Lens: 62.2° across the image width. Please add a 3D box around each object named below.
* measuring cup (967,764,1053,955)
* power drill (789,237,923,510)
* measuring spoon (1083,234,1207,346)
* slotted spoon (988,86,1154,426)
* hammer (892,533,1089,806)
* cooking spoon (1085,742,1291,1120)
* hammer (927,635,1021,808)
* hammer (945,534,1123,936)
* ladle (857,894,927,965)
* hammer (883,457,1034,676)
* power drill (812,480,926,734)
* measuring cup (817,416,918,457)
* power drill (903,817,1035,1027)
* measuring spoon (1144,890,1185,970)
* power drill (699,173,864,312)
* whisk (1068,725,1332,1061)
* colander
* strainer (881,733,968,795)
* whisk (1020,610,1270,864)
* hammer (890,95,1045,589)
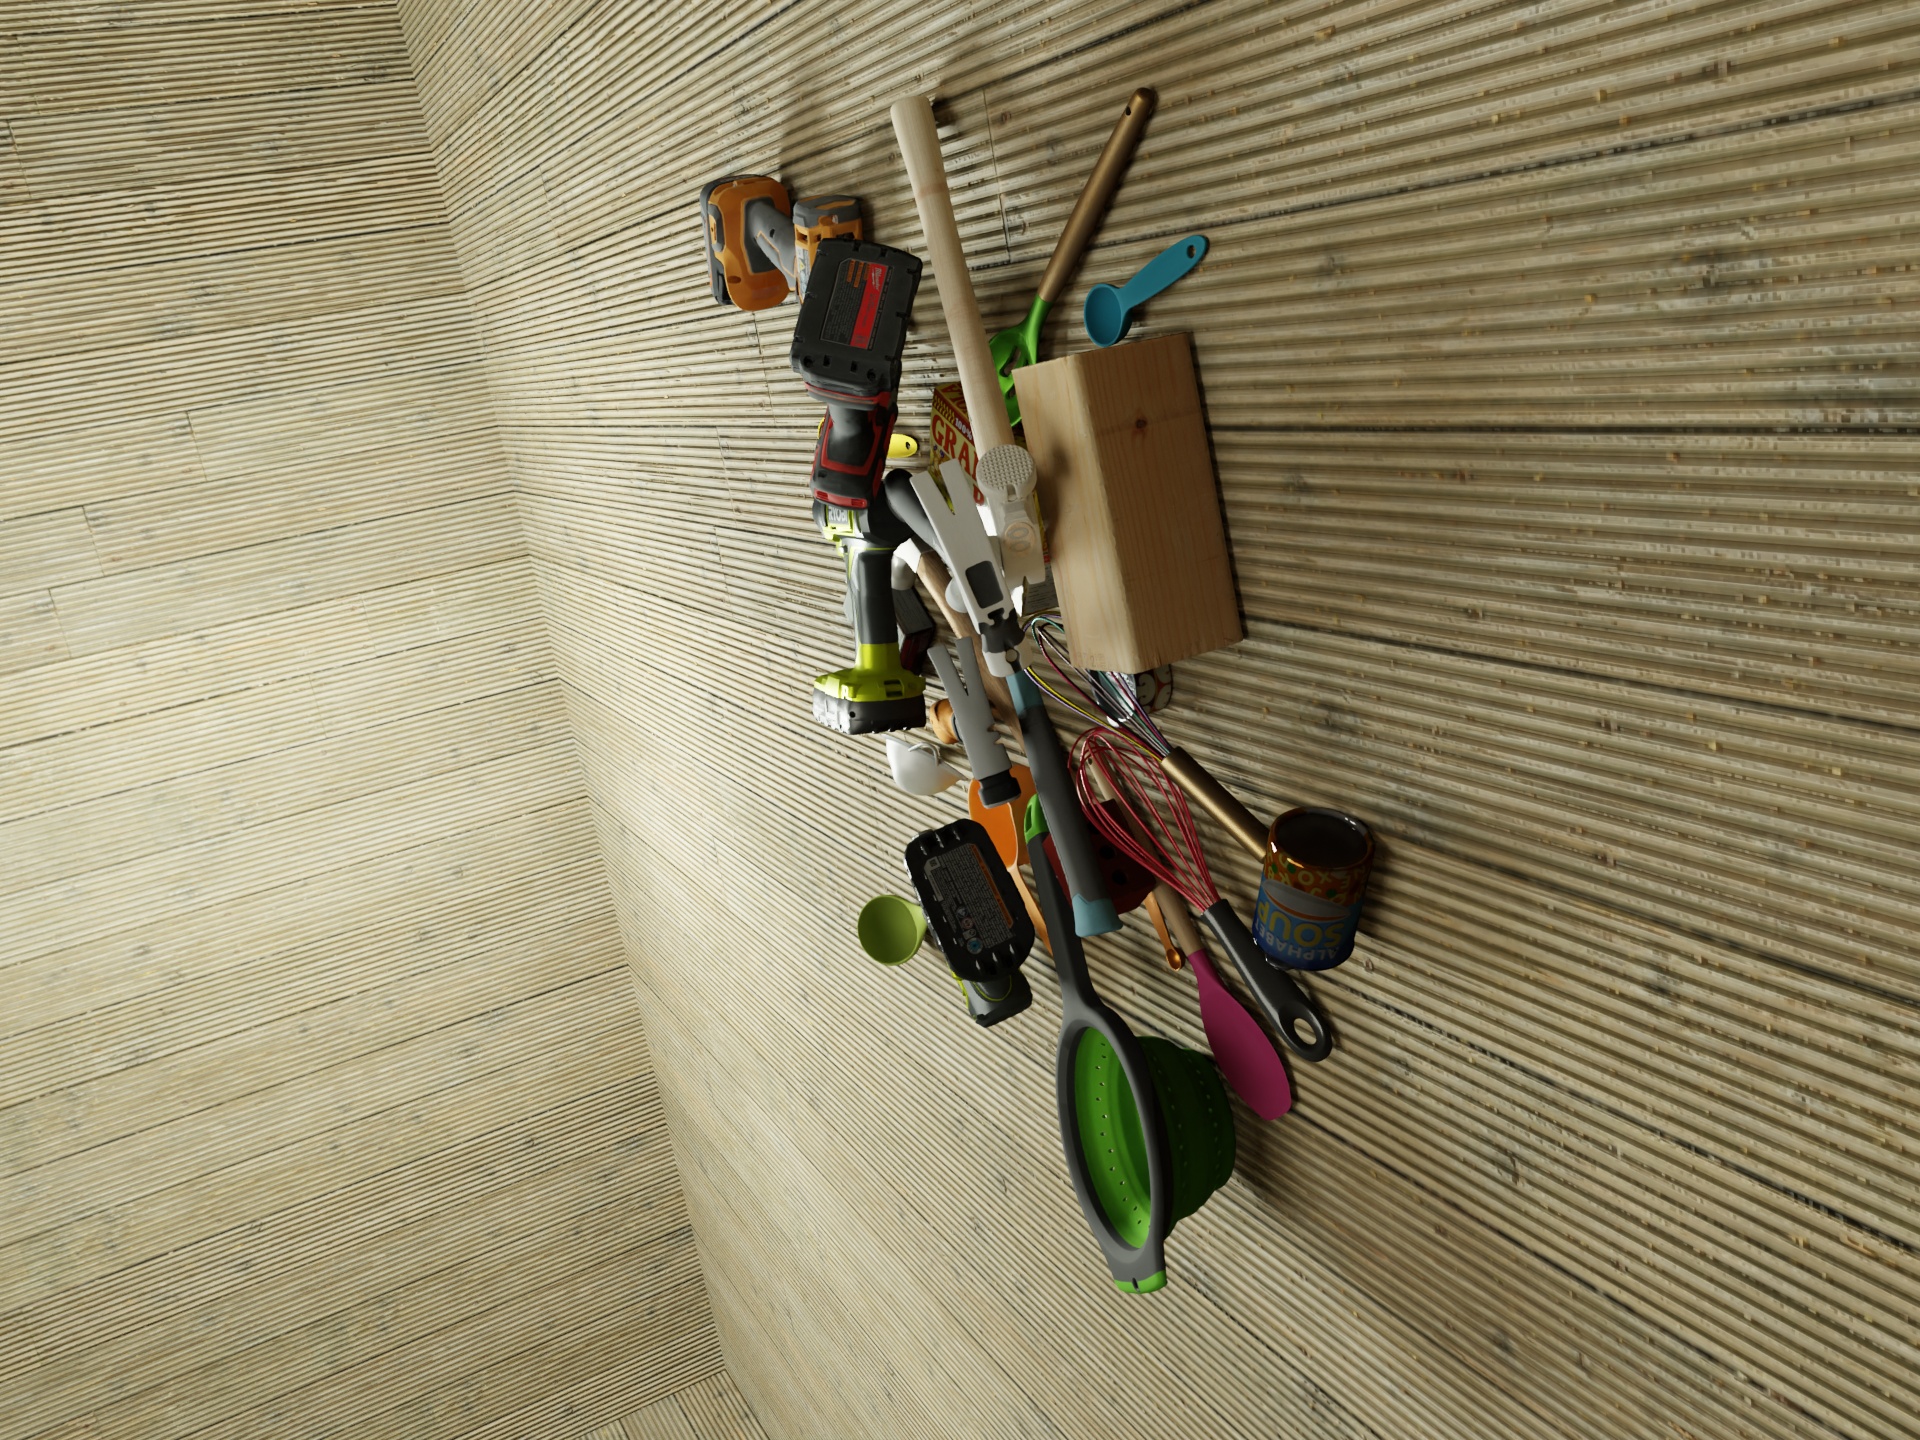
[{"bbox_3d":[0.066,0.119,1.377,0.174,0.052,0.095,65,155,13],"label":"measuring cup"},{"bbox_3d":[-0.077,-0.293,1.274,0.226,0.080,0.188,100,-178,-73],"label":"power drill"},{"bbox_3d":[0.125,-0.284,1.039,0.128,0.021,0.042,-23,82,57],"label":"measuring spoon"},{"bbox_3d":[0.071,-0.315,1.116,0.070,0.031,0.313,64,152,19],"label":"slotted spoon"},{"bbox_3d":[0.022,-0.056,1.382,0.332,0.031,0.130,60,153,27],"label":"hammer"},{"bbox_3d":[0.169,0.155,1.218,0.319,0.017,0.068,64,147,19],"label":"cooking spoon"},{"bbox_3d":[-0.002,-0.004,1.329,0.337,0.034,0.127,-156,47,-84],"label":"hammer"},{"bbox_3d":[0.057,0.007,1.194,0.128,0.033,0.331,120,138,-61],"label":"hammer"},{"bbox_3d":[-0.026,0.193,1.618,0.320,0.062,0.078,-36,73,62],"label":"ladle"},{"bbox_3d":[-0.019,-0.148,1.199,0.335,0.035,0.146,-122,9,-68],"label":"hammer"},{"bbox_3d":[-0.090,-0.108,1.454,0.171,0.080,0.223,-161,67,-64],"label":"power drill"},{"bbox_3d":[-0.079,-0.259,1.487,0.157,0.029,0.062,12,117,50],"label":"measuring cup"},{"bbox_3d":[0.002,0.166,1.415,0.228,0.080,0.191,88,157,-73],"label":"power drill"},{"bbox_3d":[0.154,0.141,1.256,0.021,0.011,0.117,-49,58,60],"label":"measuring spoon"},{"bbox_3d":[-0.156,-0.406,1.484,0.226,0.084,0.185,37,139,47],"label":"power drill"},{"bbox_3d":[0.171,0.119,1.144,0.296,0.073,0.073,55,151,24],"label":"whisk"},{"bbox_3d":[0.135,0.244,1.273,0.204,0.094,0.397,123,137,-65],"label":"colander"},{"bbox_3d":[-0.035,0.040,1.462,0.050,0.087,0.258,-62,0,1],"label":"strainer"},{"bbox_3d":[0.133,0.008,1.114,0.245,0.047,0.051,44,144,16],"label":"whisk"},{"bbox_3d":[0.001,-0.292,1.159,0.146,0.038,0.411,76,-178,-63],"label":"hammer"}]
